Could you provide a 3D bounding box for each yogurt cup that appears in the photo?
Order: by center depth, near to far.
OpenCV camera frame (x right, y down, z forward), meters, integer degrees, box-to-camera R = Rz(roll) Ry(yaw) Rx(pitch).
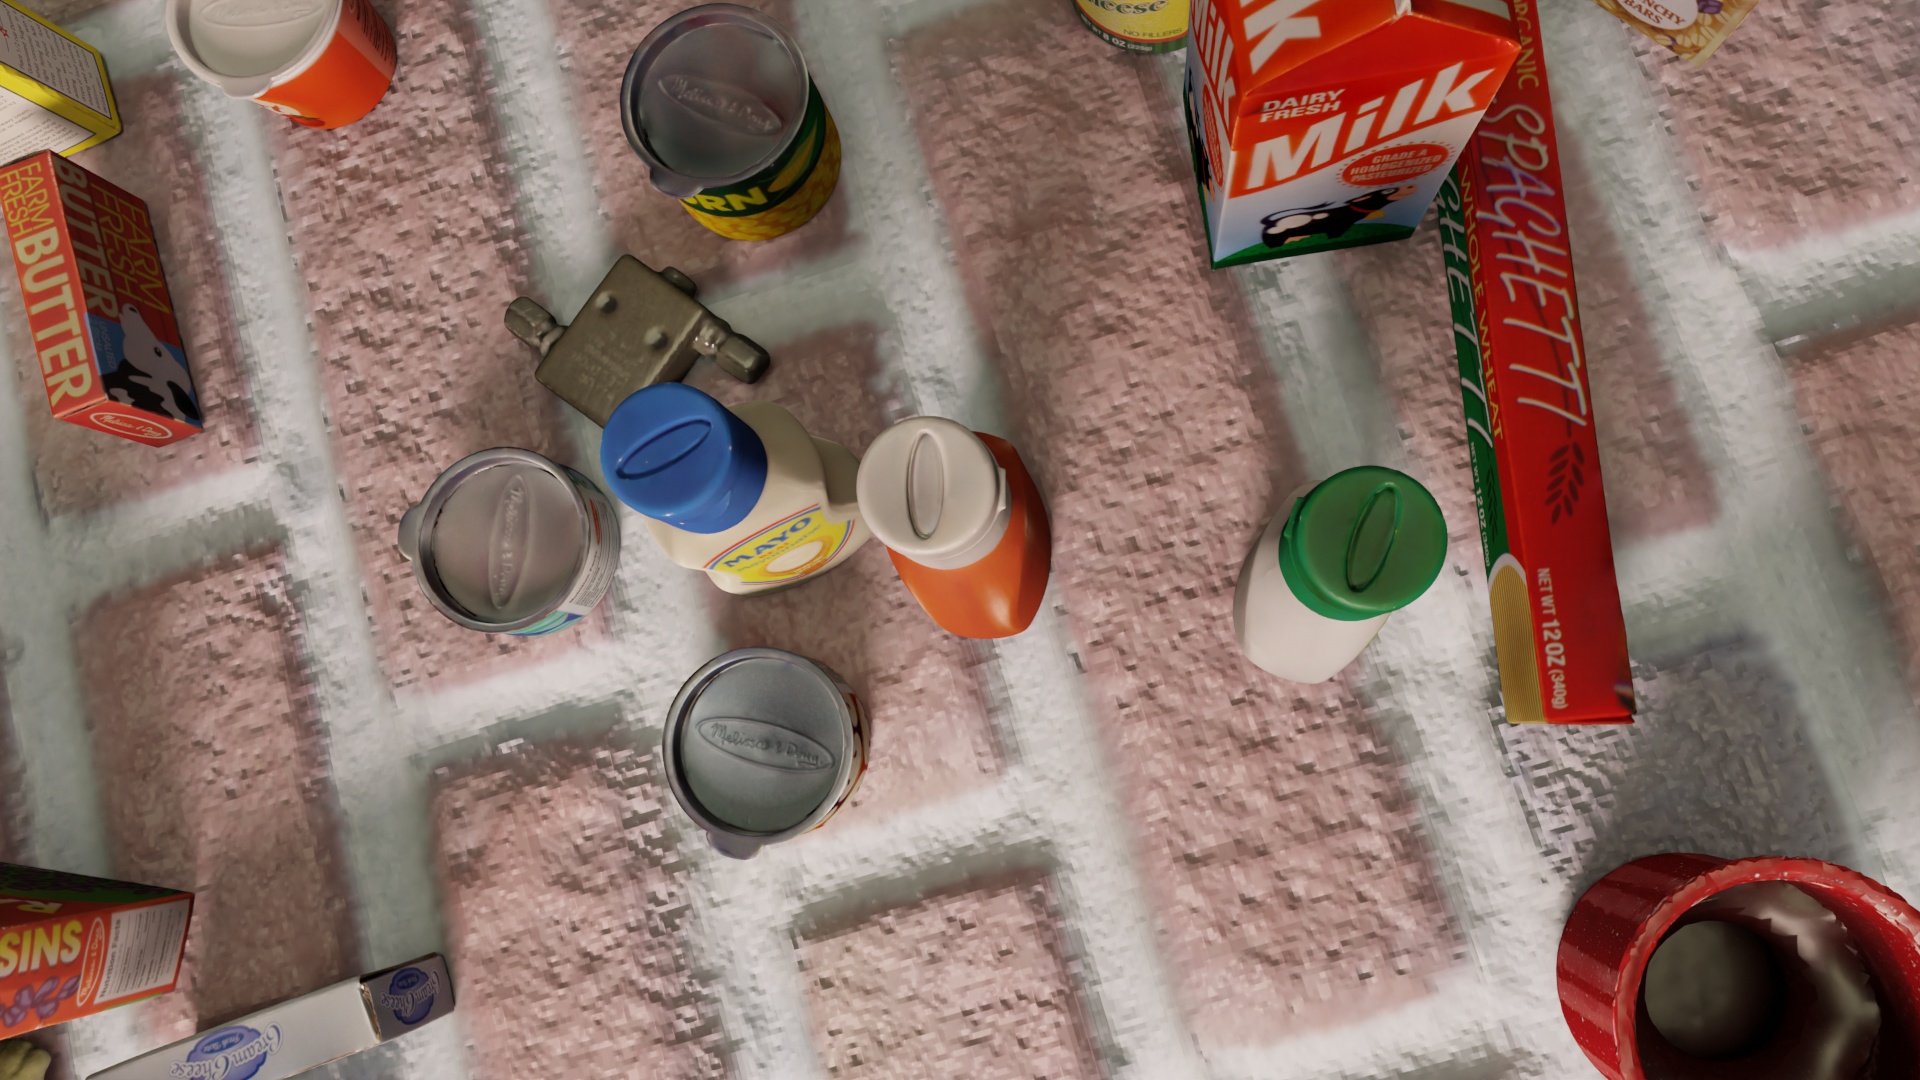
[{"bbox_3d":[-0.254,-0.193,0.528,0.072,0.054,0.072,-1,82,7],"label":"yogurt cup"}]

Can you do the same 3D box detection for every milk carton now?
[{"bbox_3d":[0.108,-0.146,0.407,0.073,0.190,0.072,-8,82,6],"label":"milk carton"}]

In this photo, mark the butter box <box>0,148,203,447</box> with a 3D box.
[{"bbox_3d":[-0.323,-0.089,0.523,0.024,0.053,0.103,-21,80,4],"label":"butter box"}]

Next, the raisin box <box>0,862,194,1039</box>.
[{"bbox_3d":[-0.333,0.135,0.457,0.086,0.123,0.040,7,84,8],"label":"raisin box"}]

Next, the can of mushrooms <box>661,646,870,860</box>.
[{"bbox_3d":[-0.066,0.073,0.478,0.071,0.033,0.071,-1,82,7],"label":"can of mushrooms"}]

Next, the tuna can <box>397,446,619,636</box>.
[{"bbox_3d":[-0.161,0.001,0.500,0.071,0.033,0.071,-1,82,7],"label":"tuna can"}]

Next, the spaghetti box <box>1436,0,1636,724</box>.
[{"bbox_3d":[0.183,-0.064,0.457,0.029,0.050,0.250,-5,81,7],"label":"spaghetti box"}]

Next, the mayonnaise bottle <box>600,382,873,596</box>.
[{"bbox_3d":[-0.068,-0.014,0.432,0.065,0.148,0.041,-29,80,3],"label":"mayonnaise bottle"}]

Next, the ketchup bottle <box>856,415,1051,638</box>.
[{"bbox_3d":[0.002,-0.005,0.422,0.043,0.148,0.065,-1,83,7],"label":"ketchup bottle"}]

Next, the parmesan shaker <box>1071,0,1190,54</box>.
[{"bbox_3d":[0.068,-0.215,0.466,0.071,0.103,0.071,-1,82,7],"label":"parmesan shaker"}]

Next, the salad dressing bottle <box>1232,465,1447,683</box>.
[{"bbox_3d":[0.108,0.009,0.407,0.044,0.147,0.064,20,86,9],"label":"salad dressing bottle"}]

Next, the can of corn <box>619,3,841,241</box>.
[{"bbox_3d":[-0.081,-0.145,0.498,0.071,0.058,0.071,-1,82,7],"label":"can of corn"}]

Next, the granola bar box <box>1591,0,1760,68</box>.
[{"bbox_3d":[0.199,-0.235,0.442,0.166,0.124,0.039,38,89,10],"label":"granola bar box"}]

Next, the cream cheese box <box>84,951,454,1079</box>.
[{"bbox_3d":[-0.233,0.172,0.475,0.104,0.053,0.024,-21,81,4],"label":"cream cheese box"}]
